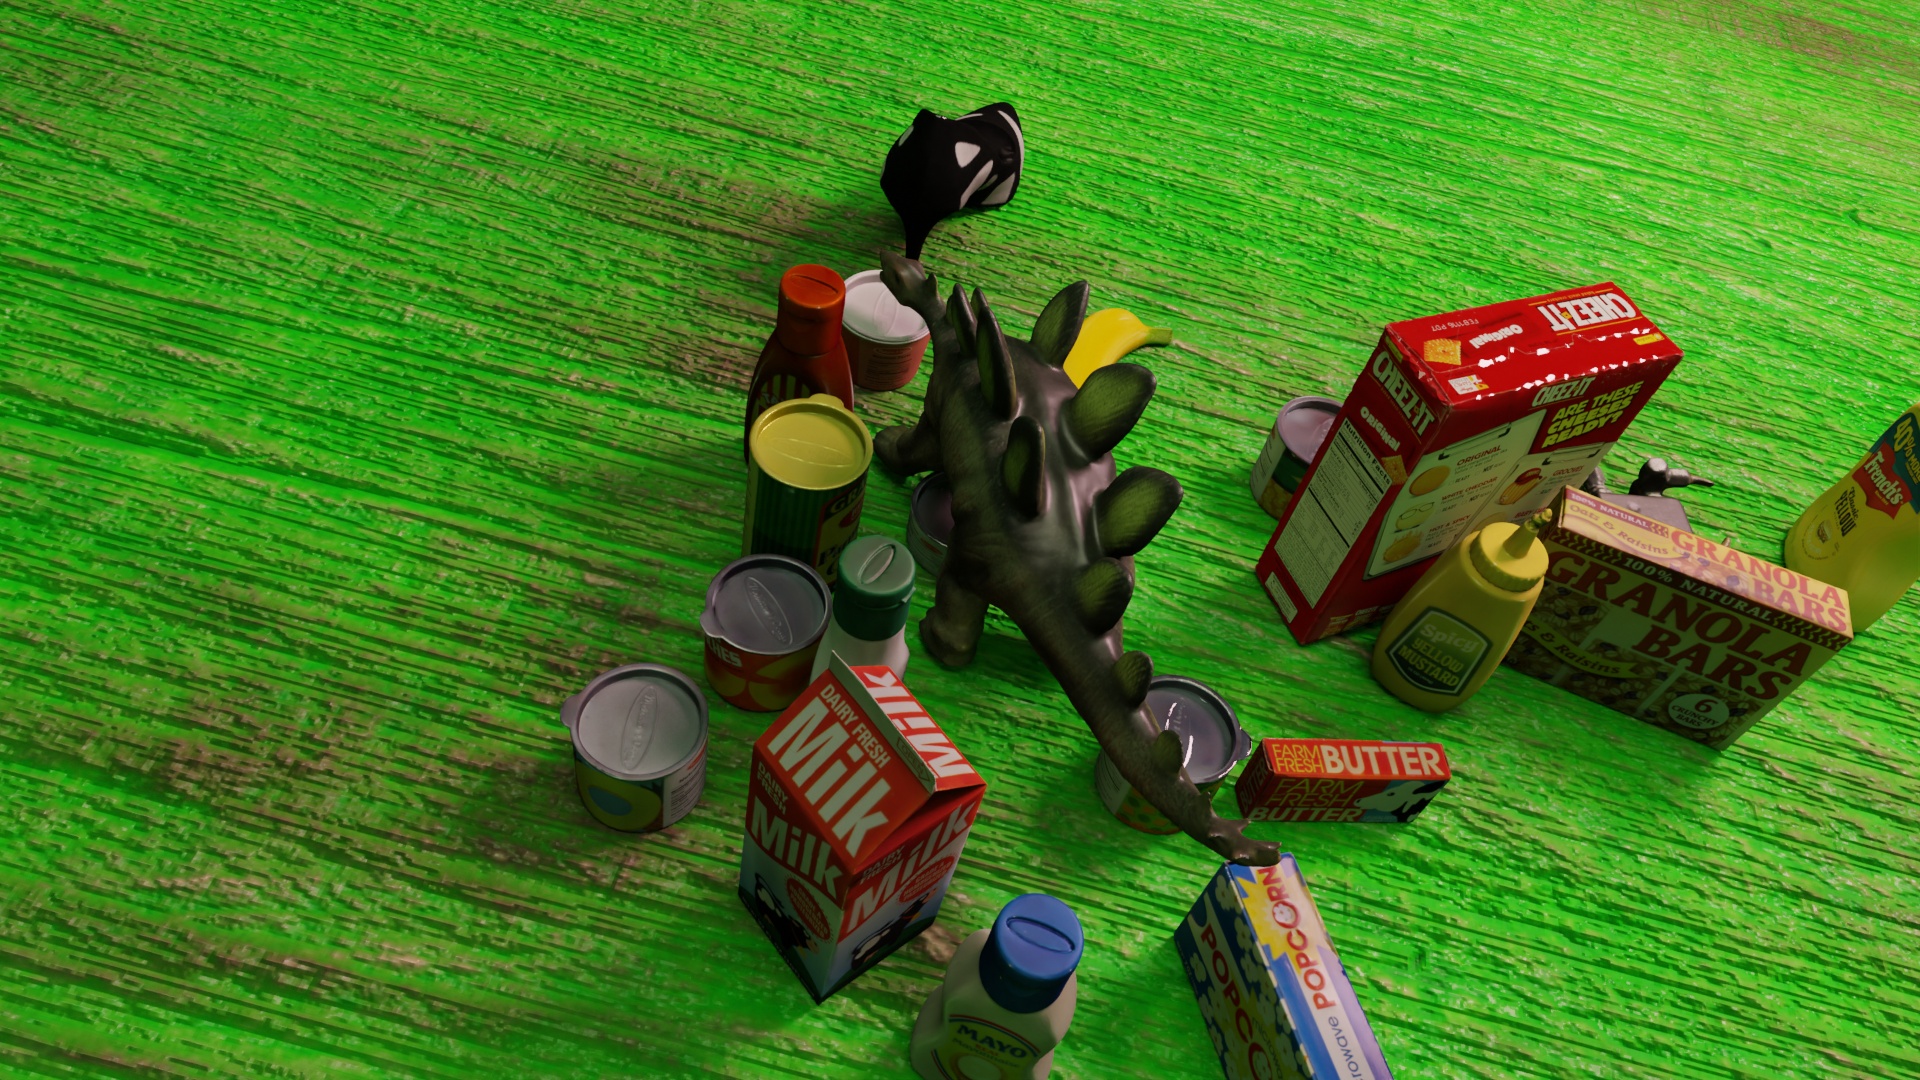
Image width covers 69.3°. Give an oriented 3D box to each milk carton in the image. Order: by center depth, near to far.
[{"bbox_3d":[-0.046,0.125,0.614,0.074,0.189,0.072,-28,62,-30],"label":"milk carton"}]

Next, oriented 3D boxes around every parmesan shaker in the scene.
[{"bbox_3d":[-0.087,-0.023,0.782,0.071,0.102,0.072,6,50,-7],"label":"parmesan shaker"}]

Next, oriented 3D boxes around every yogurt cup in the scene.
[{"bbox_3d":[-0.052,-0.136,0.915,0.072,0.053,0.073,6,50,-7],"label":"yogurt cup"}]

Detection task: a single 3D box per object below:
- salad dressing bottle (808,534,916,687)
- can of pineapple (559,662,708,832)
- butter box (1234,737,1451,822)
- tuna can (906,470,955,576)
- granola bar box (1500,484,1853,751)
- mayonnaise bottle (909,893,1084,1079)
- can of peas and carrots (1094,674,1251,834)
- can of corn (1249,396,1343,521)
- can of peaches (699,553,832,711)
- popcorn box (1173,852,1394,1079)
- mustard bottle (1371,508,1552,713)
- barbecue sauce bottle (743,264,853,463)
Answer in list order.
[{"bbox_3d":[-0.049,0.056,0.697,0.044,0.146,0.064,29,51,12],"label":"salad dressing bottle"},{"bbox_3d":[-0.161,0.103,0.693,0.071,0.057,0.071,6,50,-7],"label":"can of pineapple"},{"bbox_3d":[0.206,0.131,0.752,0.103,0.052,0.024,3,51,-10],"label":"butter box"},{"bbox_3d":[0.003,-0.011,0.837,0.071,0.032,0.071,6,50,-7],"label":"tuna can"},{"bbox_3d":[0.403,0.047,0.816,0.166,0.123,0.039,22,50,6],"label":"granola bar box"},{"bbox_3d":[0.018,0.198,0.594,0.065,0.147,0.041,21,50,5],"label":"mayonnaise bottle"},{"bbox_3d":[0.112,0.115,0.741,0.071,0.058,0.071,6,50,-7],"label":"can of peas and carrots"},{"bbox_3d":[0.230,-0.049,0.901,0.071,0.058,0.071,6,50,-7],"label":"can of corn"},{"bbox_3d":[-0.107,0.051,0.747,0.071,0.057,0.071,6,50,-7],"label":"can of peaches"},{"bbox_3d":[0.148,0.221,0.644,0.038,0.084,0.127,-7,53,-17],"label":"popcorn box"},{"bbox_3d":[0.286,0.034,0.778,0.065,0.159,0.049,31,52,13],"label":"mustard bottle"},{"bbox_3d":[-0.092,-0.094,0.810,0.065,0.147,0.044,20,50,5],"label":"barbecue sauce bottle"}]
